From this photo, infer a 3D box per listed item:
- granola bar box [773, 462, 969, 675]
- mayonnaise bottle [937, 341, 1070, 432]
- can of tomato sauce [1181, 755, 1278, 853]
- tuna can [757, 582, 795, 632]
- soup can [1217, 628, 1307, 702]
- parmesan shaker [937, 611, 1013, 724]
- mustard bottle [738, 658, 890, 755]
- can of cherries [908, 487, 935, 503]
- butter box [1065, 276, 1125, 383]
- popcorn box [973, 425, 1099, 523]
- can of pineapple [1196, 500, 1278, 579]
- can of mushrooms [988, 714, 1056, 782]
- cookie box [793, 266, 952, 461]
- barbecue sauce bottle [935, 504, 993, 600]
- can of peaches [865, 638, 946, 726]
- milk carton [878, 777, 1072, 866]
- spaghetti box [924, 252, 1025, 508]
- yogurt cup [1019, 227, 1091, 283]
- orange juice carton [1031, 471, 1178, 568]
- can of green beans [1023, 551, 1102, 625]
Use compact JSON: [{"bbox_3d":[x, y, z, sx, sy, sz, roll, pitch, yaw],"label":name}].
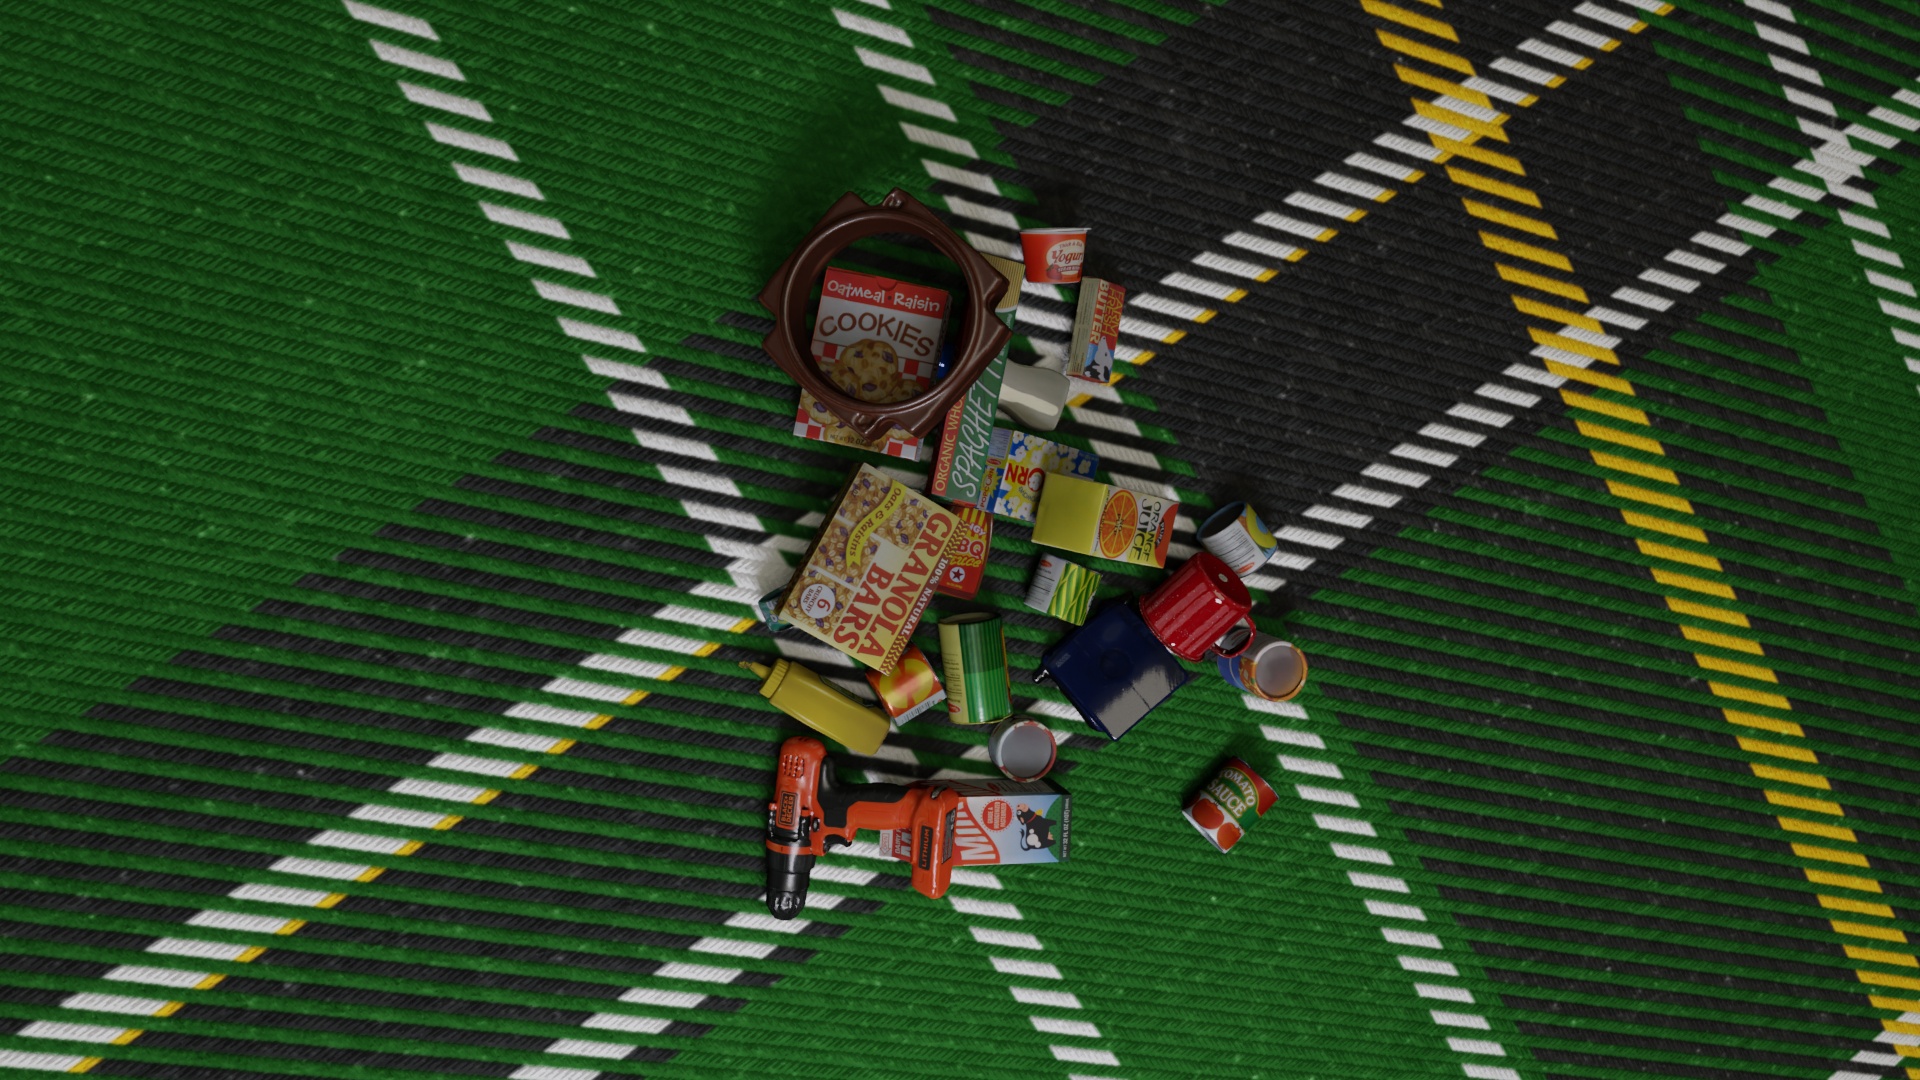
[{"bbox_3d":[-0.084,0.027,1.324,0.124,0.039,0.165,30,84,-17],"label":"granola bar box"},{"bbox_3d":[0.034,-0.162,1.405,0.148,0.041,0.065,20,84,-14],"label":"mayonnaise bottle"},{"bbox_3d":[0.289,0.283,1.493,0.083,0.071,0.071,-44,104,-7],"label":"can of tomato sauce"},{"bbox_3d":[-0.163,0.062,1.356,0.071,0.071,0.032,-25,99,-11],"label":"tuna can"},{"bbox_3d":[0.323,0.135,1.482,0.071,0.084,0.071,-1,96,-15],"label":"soup can"},{"bbox_3d":[0.017,0.128,1.408,0.071,0.071,0.103,-8,97,-14],"label":"parmesan shaker"},{"bbox_3d":[-0.146,0.156,1.373,0.160,0.065,0.049,31,87,-11],"label":"mustard bottle"},{"bbox_3d":[-0.061,-0.020,1.382,0.071,0.058,0.071,-2,96,-15],"label":"can of cherries"},{"bbox_3d":[0.139,-0.215,1.422,0.053,0.024,0.103,6,94,-53],"label":"butter box"},{"bbox_3d":[0.077,-0.060,1.400,0.127,0.038,0.085,13,92,-41],"label":"popcorn box"},{"bbox_3d":[0.293,-0.001,1.474,0.071,0.071,0.058,-41,103,-8],"label":"can of pineapple"},{"bbox_3d":[0.067,0.217,1.448,0.071,0.033,0.071,-1,94,-14],"label":"can of mushrooms"},{"bbox_3d":[-0.085,-0.171,1.353,0.123,0.040,0.167,12,92,5],"label":"cookie box"},{"bbox_3d":[0.005,-0.018,1.407,0.065,0.043,0.148,17,90,-18],"label":"barbecue sauce bottle"},{"bbox_3d":[-0.057,0.142,1.394,0.058,0.071,0.071,-32,102,-9],"label":"can of peaches"},{"bbox_3d":[0.012,0.287,1.419,0.191,0.073,0.072,2,94,-14],"label":"milk carton"},{"bbox_3d":[0.014,-0.157,1.361,0.050,0.028,0.250,13,83,-13],"label":"spaghetti box"},{"bbox_3d":[0.094,-0.287,1.398,0.072,0.072,0.053,-5,104,-14],"label":"yogurt cup"},{"bbox_3d":[0.158,-0.017,1.406,0.193,0.073,0.071,10,94,-53],"label":"orange juice carton"},{"bbox_3d":[0.105,0.050,1.427,0.071,0.071,0.058,21,90,-15],"label":"can of green beans"}]
